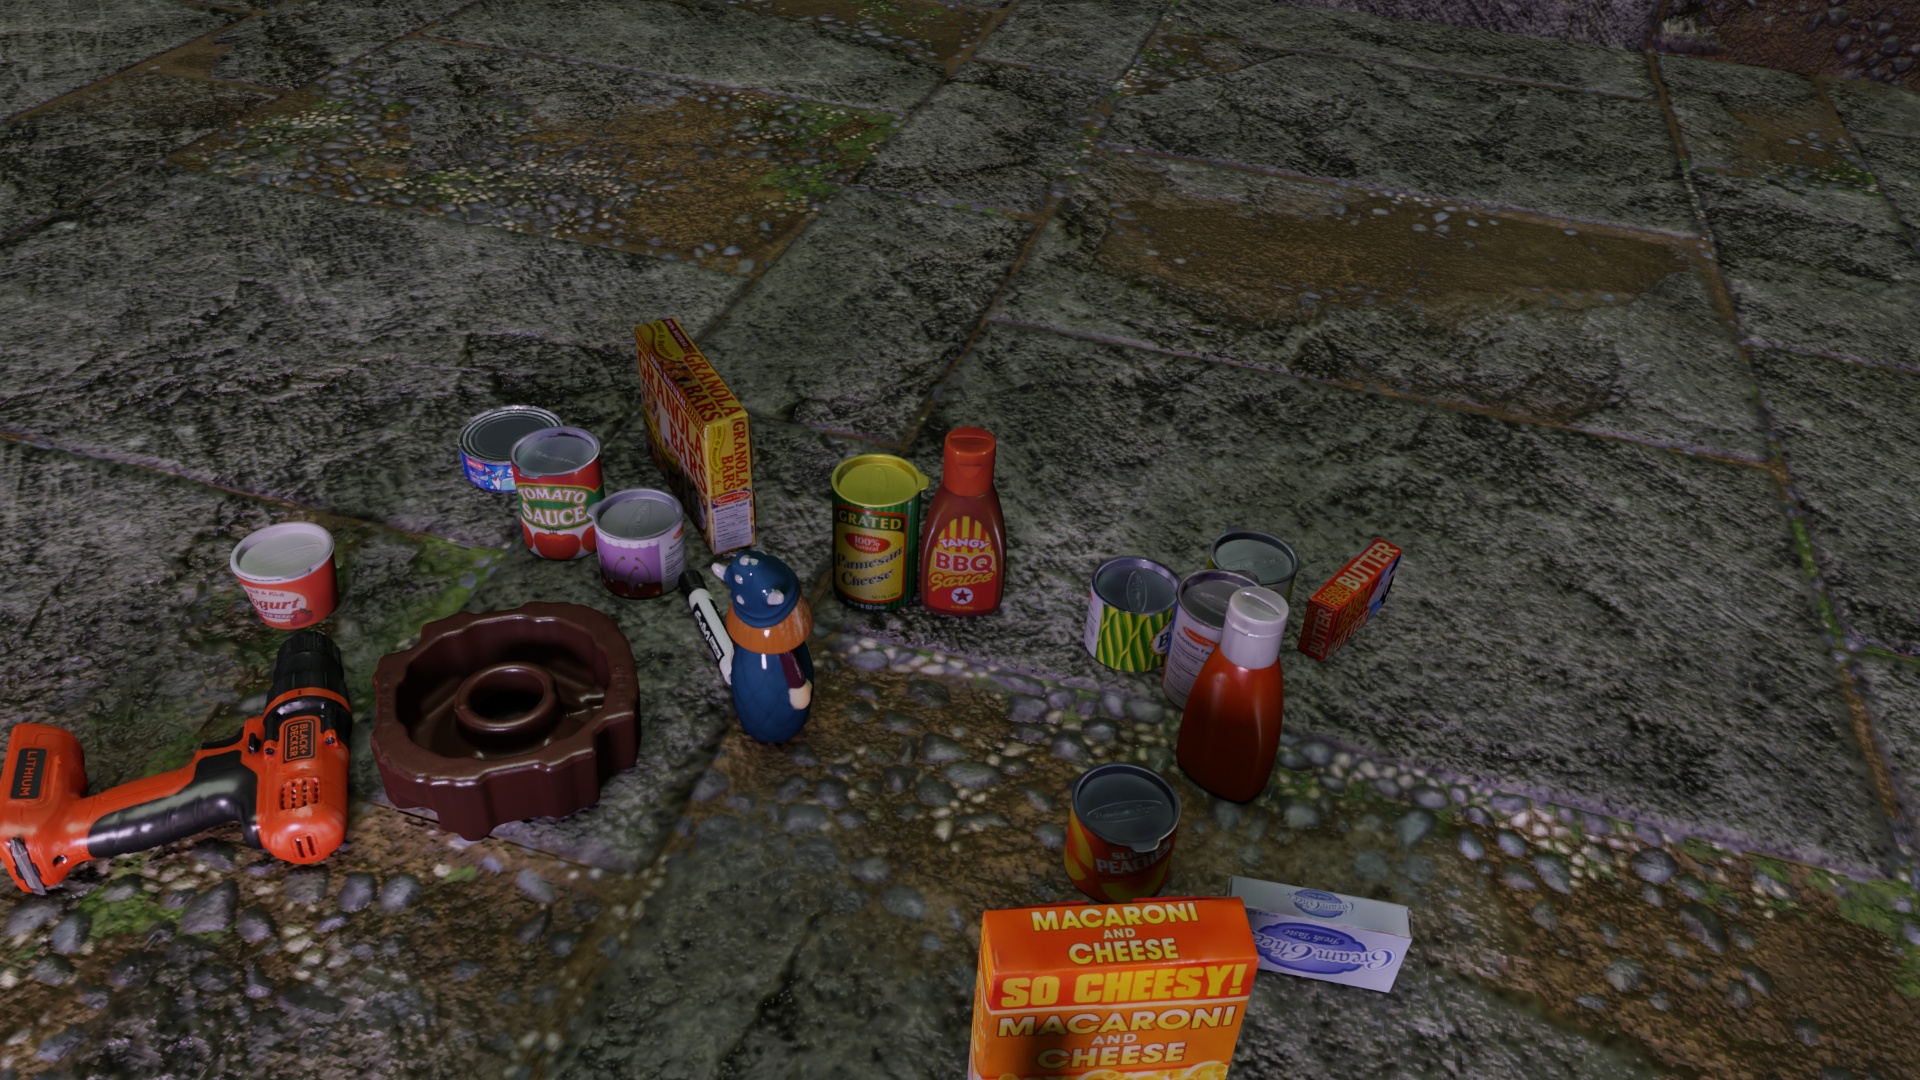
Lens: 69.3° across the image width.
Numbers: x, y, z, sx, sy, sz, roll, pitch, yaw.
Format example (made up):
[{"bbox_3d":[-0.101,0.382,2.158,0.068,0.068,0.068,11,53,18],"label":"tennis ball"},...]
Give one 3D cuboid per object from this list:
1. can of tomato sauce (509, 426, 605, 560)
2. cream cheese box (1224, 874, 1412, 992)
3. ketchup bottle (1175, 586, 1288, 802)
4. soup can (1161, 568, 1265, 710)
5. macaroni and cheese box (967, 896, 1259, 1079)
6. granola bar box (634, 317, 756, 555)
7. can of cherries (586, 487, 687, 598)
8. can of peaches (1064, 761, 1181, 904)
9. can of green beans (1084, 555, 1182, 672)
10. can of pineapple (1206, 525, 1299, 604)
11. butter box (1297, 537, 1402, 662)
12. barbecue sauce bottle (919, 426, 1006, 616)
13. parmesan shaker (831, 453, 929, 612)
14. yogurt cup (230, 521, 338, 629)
[{"bbox_3d":[-0.308,-0.035,1.072,0.071,0.082,0.071,2,37,-2],"label":"can of tomato sauce"},{"bbox_3d":[0.201,0.226,0.798,0.104,0.053,0.024,9,38,7],"label":"cream cheese box"},{"bbox_3d":[0.177,0.097,0.886,0.065,0.148,0.044,31,45,32],"label":"ketchup bottle"},{"bbox_3d":[0.180,0.071,0.973,0.071,0.083,0.072,2,37,-2],"label":"soup can"},{"bbox_3d":[0.068,0.241,0.676,0.124,0.165,0.040,-1,38,-6],"label":"macaroni and cheese box"},{"bbox_3d":[-0.212,-0.085,1.112,0.039,0.123,0.166,-16,42,-24],"label":"granola bar box"},{"bbox_3d":[-0.244,0.001,1.050,0.071,0.058,0.072,2,37,-2],"label":"can of cherries"},{"bbox_3d":[0.098,0.180,0.846,0.071,0.057,0.071,2,37,-2],"label":"can of peaches"},{"bbox_3d":[0.125,0.054,1.013,0.071,0.057,0.071,2,37,-2],"label":"can of green beans"},{"bbox_3d":[0.217,0.032,1.048,0.071,0.057,0.071,2,37,-2],"label":"can of pineapple"},{"bbox_3d":[0.293,0.044,1.043,0.024,0.052,0.104,30,45,30],"label":"butter box"},{"bbox_3d":[0.004,-0.013,1.015,0.065,0.147,0.044,3,37,-1],"label":"barbecue sauce bottle"},{"bbox_3d":[-0.060,-0.004,1.036,0.071,0.102,0.072,2,37,-2],"label":"parmesan shaker"},{"bbox_3d":[-0.483,0.027,1.001,0.072,0.053,0.073,2,37,-2],"label":"yogurt cup"}]
